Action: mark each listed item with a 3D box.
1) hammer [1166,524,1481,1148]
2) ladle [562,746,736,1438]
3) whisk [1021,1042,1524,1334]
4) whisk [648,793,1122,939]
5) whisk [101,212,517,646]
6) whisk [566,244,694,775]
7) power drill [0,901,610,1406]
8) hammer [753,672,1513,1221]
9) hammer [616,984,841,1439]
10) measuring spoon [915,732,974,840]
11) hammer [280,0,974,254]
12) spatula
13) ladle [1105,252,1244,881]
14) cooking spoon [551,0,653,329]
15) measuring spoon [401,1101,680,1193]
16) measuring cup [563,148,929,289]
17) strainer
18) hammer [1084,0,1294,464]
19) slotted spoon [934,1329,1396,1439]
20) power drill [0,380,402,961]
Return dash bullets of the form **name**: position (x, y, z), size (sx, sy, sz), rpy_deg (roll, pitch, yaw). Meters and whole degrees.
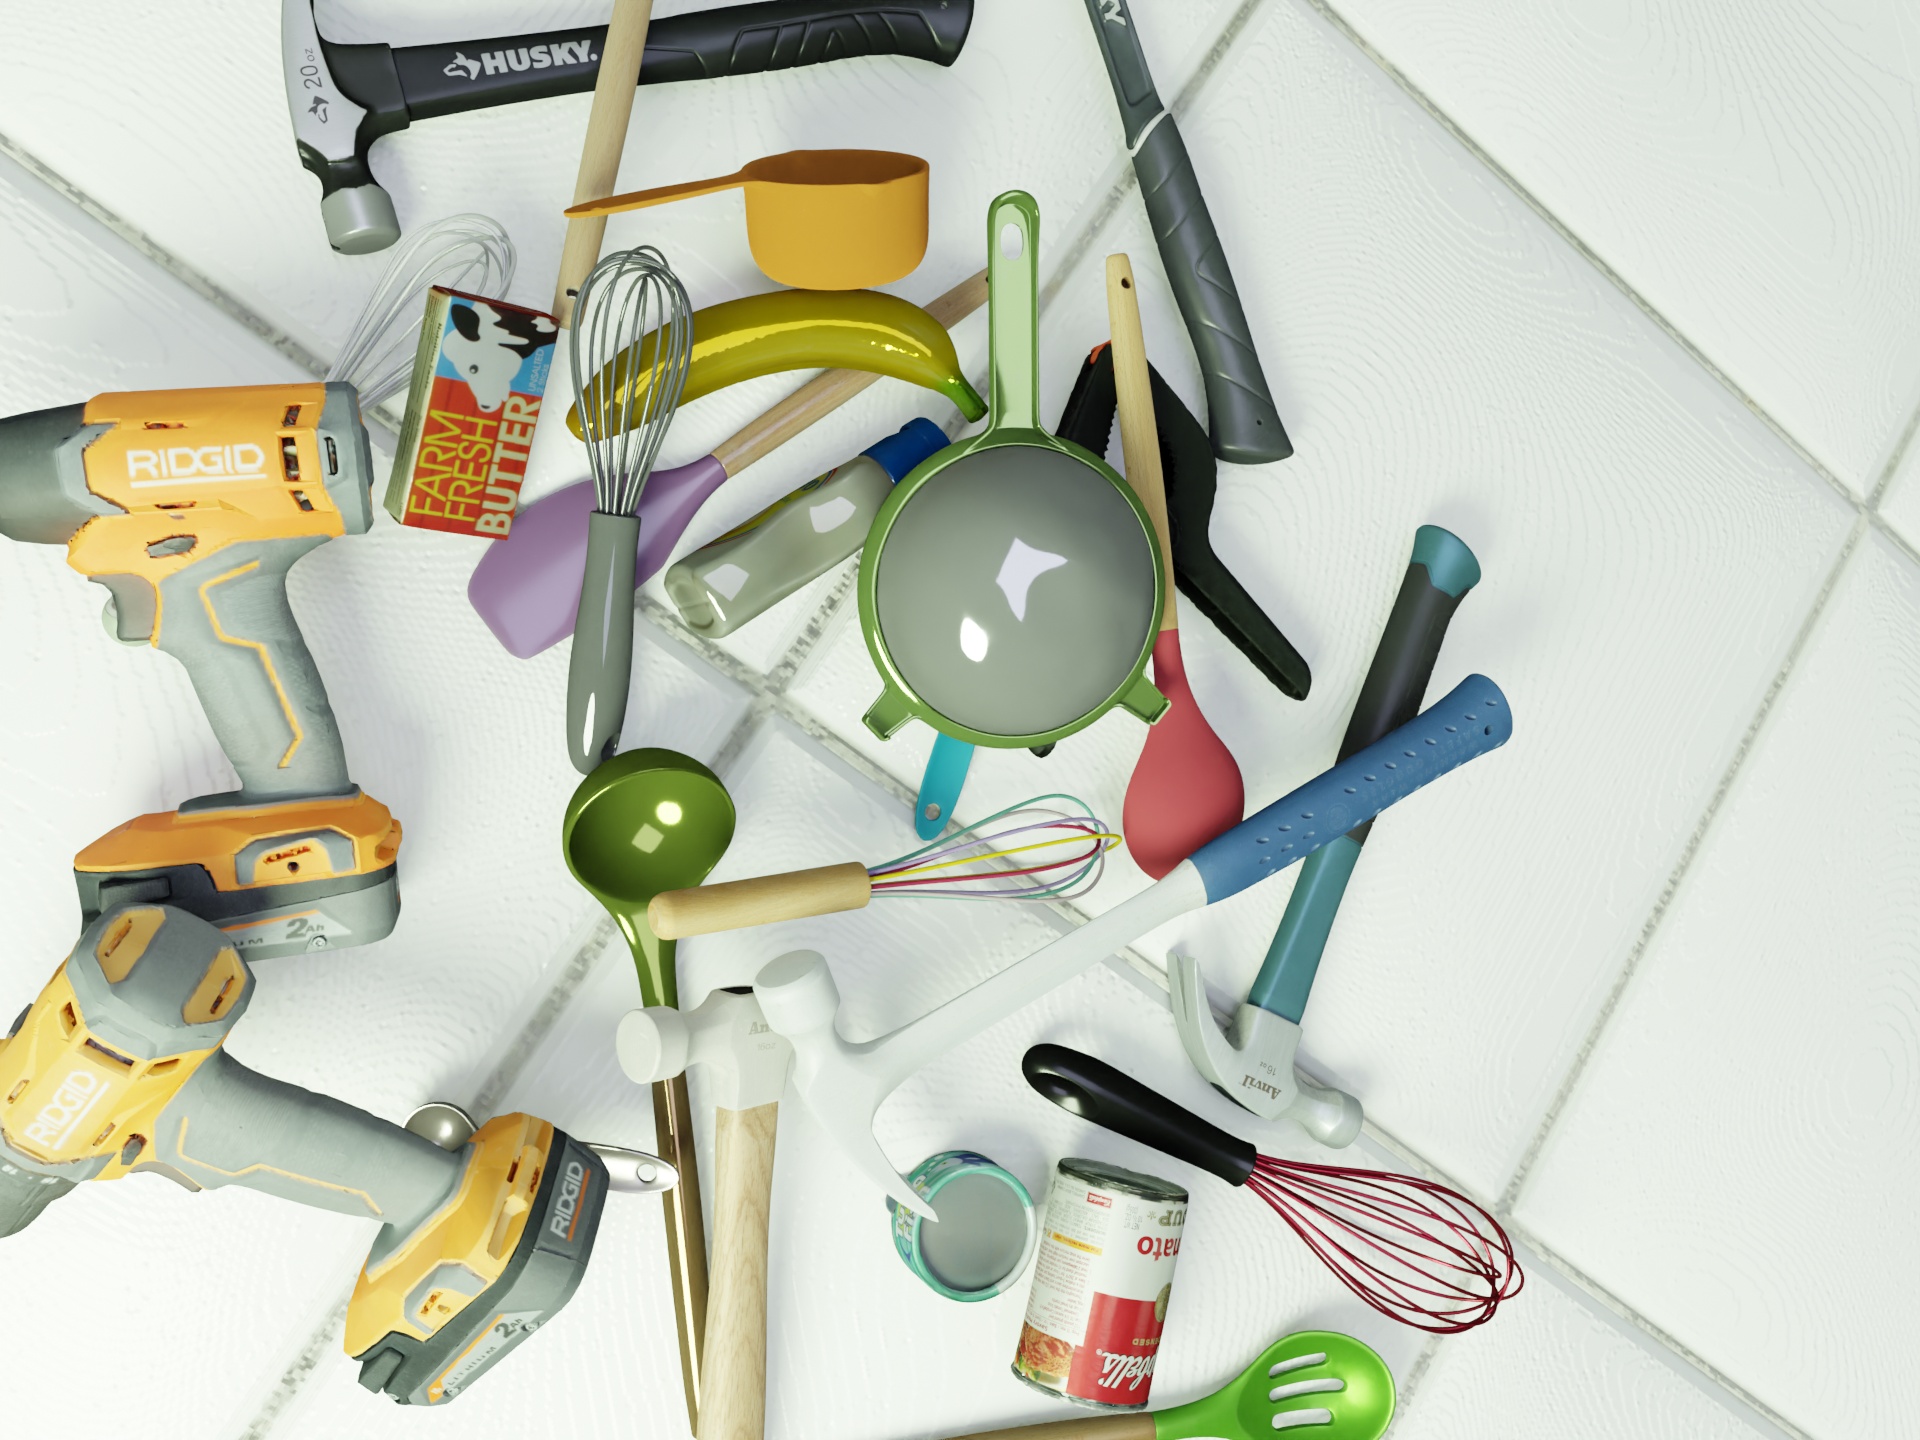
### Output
- **hammer**: position (0.208, 0.050, 0.850), size (0.128, 0.033, 0.331), rpy_deg (26, 79, -16)
- **ladle**: position (-0.129, 0.171, 0.721), size (0.078, 0.062, 0.320), rpy_deg (-6, 91, -21)
- **whisk**: position (0.160, 0.235, 0.811), size (0.295, 0.073, 0.073), rpy_deg (28, 79, -9)
- **whisk**: position (-0.026, 0.071, 0.740), size (0.245, 0.047, 0.051), rpy_deg (-6, 100, -31)
- **whisk**: position (-0.282, -0.128, 0.696), size (0.058, 0.059, 0.246), rpy_deg (35, 79, 24)
- **whisk**: position (-0.155, -0.090, 0.711), size (0.055, 0.055, 0.239), rpy_deg (4, 101, -18)
- **power drill**: position (-0.281, 0.187, 0.635), size (0.226, 0.084, 0.185), rpy_deg (37, 117, -21)
- **hammer**: position (0.105, 0.088, 0.765), size (0.405, 0.035, 0.144), rpy_deg (-27, 112, -18)
- **hammer**: position (-0.100, 0.284, 0.717), size (0.130, 0.031, 0.331), rpy_deg (0, 95, -48)
- **measuring spoon**: position (-0.001, -0.003, 0.796), size (0.042, 0.021, 0.128), rpy_deg (17, 91, -16)
- **hammer**: position (-0.147, -0.322, 0.754), size (0.334, 0.035, 0.146), rpy_deg (-16, 93, -18)
- **spatula**: position (-0.098, -0.139, 0.768), size (0.316, 0.018, 0.060), rpy_deg (-37, 95, -16)
- **ladle**: position (0.098, -0.071, 0.787), size (0.069, 0.031, 0.315), rpy_deg (-10, 96, -19)
- **cooking spoon**: position (-0.148, -0.331, 0.726), size (0.068, 0.017, 0.319), rpy_deg (12, 84, -17)
- **measuring spoon**: position (-0.186, 0.192, 0.708), size (0.124, 0.018, 0.034), rpy_deg (11, 95, -4)
- **measuring cup**: position (-0.095, -0.224, 0.734), size (0.173, 0.095, 0.052), rpy_deg (-17, 124, -23)
- **strainer**: position (0.032, -0.109, 0.716), size (0.151, 0.069, 0.256), rpy_deg (-3, 99, -14)
- **hammer**: position (0.096, -0.329, 0.835), size (0.149, 0.036, 0.409), rpy_deg (-21, 94, -19)
- **slotted spoon**: position (0.071, 0.353, 0.791), size (0.313, 0.031, 0.070), rpy_deg (-2, 87, -16)
- **power drill**: position (-0.314, -0.018, 0.640), size (0.164, 0.084, 0.226), rpy_deg (-6, 100, -18)
